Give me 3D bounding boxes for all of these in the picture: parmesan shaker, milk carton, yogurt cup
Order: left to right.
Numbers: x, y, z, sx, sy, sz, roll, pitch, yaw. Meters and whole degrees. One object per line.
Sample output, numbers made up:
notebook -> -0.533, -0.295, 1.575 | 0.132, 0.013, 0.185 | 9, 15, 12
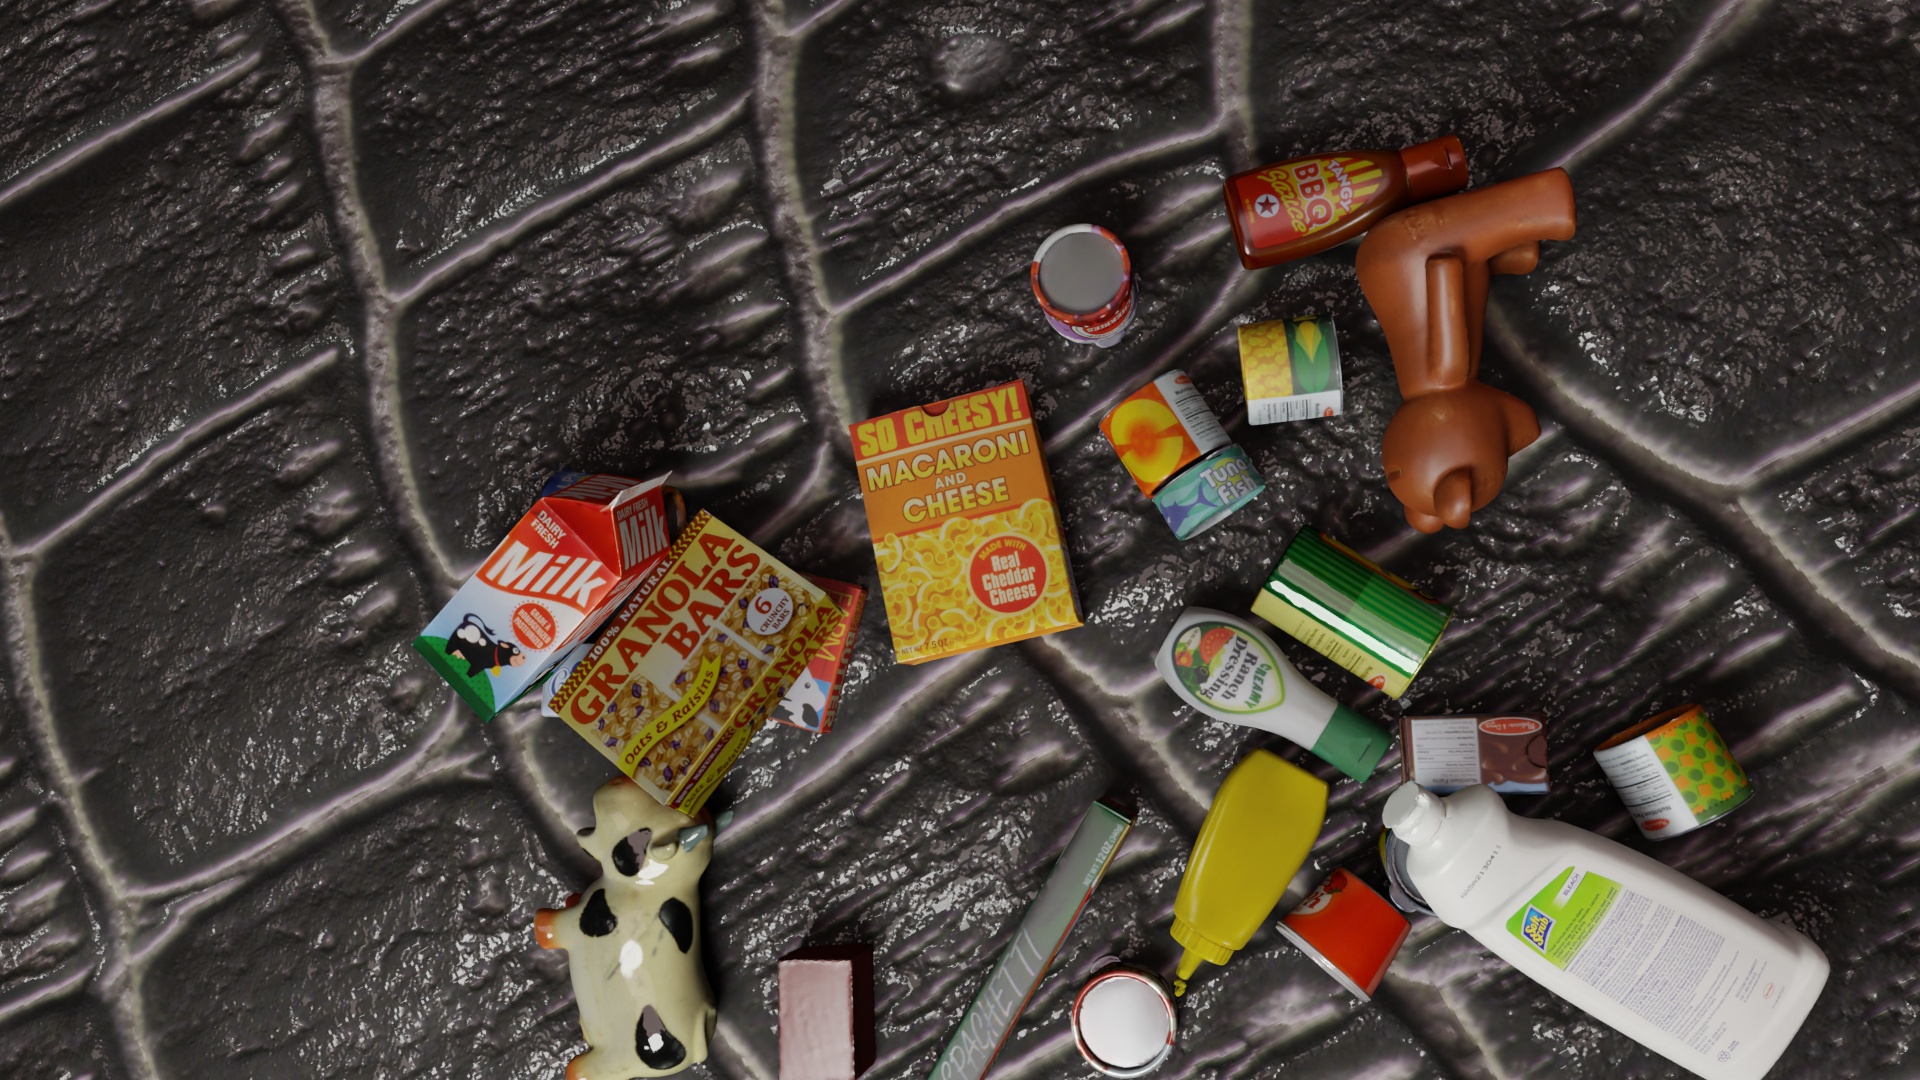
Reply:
milk carton -> -0.259, 0.024, 0.899 | 0.073, 0.072, 0.190 | 46, 109, -1
yogurt cup -> 0.233, 0.235, 0.837 | 0.072, 0.072, 0.054 | 40, 84, 13
parmesan shaker -> 0.241, 0.042, 0.855 | 0.103, 0.071, 0.071 | 33, 90, 13

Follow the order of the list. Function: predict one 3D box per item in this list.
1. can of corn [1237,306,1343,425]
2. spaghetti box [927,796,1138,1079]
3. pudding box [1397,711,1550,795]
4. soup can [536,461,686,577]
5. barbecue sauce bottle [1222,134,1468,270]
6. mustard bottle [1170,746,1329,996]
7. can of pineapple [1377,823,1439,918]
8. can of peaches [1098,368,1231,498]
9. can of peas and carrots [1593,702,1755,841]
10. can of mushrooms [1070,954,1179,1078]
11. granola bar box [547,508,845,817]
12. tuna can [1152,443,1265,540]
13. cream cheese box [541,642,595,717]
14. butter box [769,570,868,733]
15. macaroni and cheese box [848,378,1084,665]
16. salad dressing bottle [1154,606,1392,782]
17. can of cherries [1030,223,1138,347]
can of corn -> 0.209, -0.111, 0.884 | 0.058, 0.071, 0.071 | -7, 82, 11
spaghetti box -> 0.036, 0.275, 0.877 | 0.029, 0.050, 0.250 | 31, 90, 15
pudding box -> 0.314, 0.131, 0.850 | 0.084, 0.030, 0.050 | -3, 81, 11
soup can -> -0.241, -0.014, 0.960 | 0.084, 0.071, 0.071 | 8, 85, 12
barbecue sauce bottle -> 0.250, -0.225, 0.902 | 0.148, 0.043, 0.065 | -14, 80, 9
mustard bottle -> 0.169, 0.208, 0.860 | 0.065, 0.049, 0.160 | 29, 90, 14
can of pineapple -> 0.285, 0.190, 0.834 | 0.071, 0.058, 0.071 | -1, 82, 11
can of peaches -> 0.131, -0.067, 0.895 | 0.071, 0.071, 0.058 | -34, 78, 6
can of peas and carrots -> 0.418, 0.134, 0.812 | 0.071, 0.071, 0.059 | -29, 78, 7
can of mushrooms -> 0.102, 0.297, 0.869 | 0.071, 0.033, 0.071 | -1, 83, 12
granola bar box -> -0.173, 0.078, 0.912 | 0.124, 0.039, 0.166 | 31, 79, 29
tuna can -> 0.159, -0.031, 0.882 | 0.071, 0.071, 0.033 | -33, 80, 6
cream cheese box -> -0.239, 0.098, 0.967 | 0.104, 0.024, 0.053 | 1, 82, 11
butter box -> -0.102, 0.075, 0.943 | 0.053, 0.024, 0.103 | 14, 86, 14
macaroni and cheese box -> 0.003, -0.012, 0.925 | 0.124, 0.040, 0.166 | -14, 81, 8
salad dressing bottle -> 0.196, 0.097, 0.871 | 0.148, 0.044, 0.064 | 31, 91, 13
can of cherries -> 0.085, -0.168, 0.920 | 0.071, 0.058, 0.071 | -2, 82, 11
